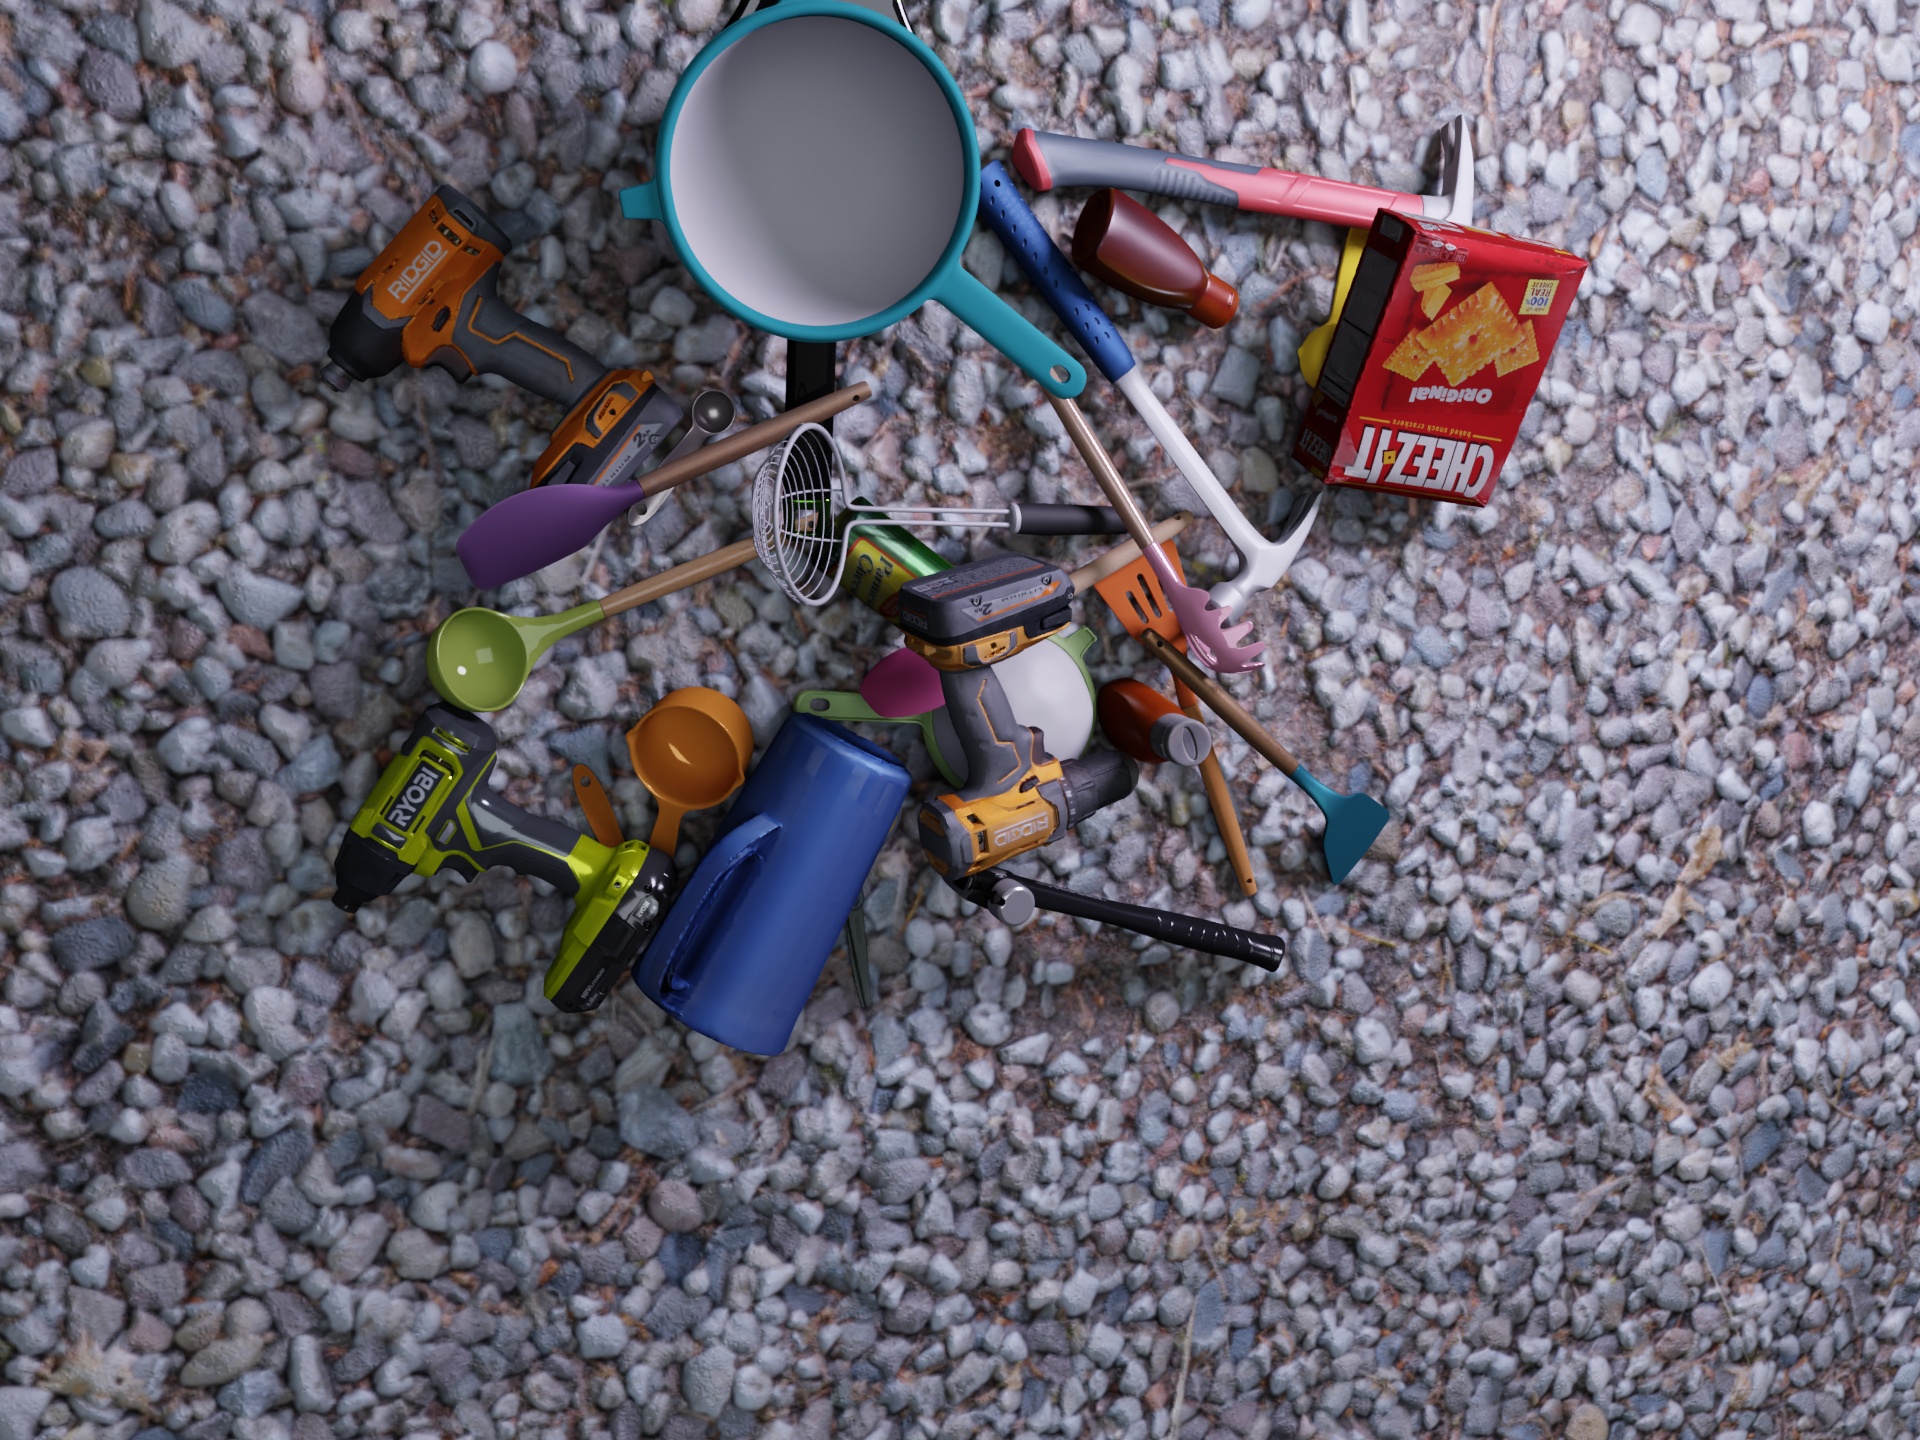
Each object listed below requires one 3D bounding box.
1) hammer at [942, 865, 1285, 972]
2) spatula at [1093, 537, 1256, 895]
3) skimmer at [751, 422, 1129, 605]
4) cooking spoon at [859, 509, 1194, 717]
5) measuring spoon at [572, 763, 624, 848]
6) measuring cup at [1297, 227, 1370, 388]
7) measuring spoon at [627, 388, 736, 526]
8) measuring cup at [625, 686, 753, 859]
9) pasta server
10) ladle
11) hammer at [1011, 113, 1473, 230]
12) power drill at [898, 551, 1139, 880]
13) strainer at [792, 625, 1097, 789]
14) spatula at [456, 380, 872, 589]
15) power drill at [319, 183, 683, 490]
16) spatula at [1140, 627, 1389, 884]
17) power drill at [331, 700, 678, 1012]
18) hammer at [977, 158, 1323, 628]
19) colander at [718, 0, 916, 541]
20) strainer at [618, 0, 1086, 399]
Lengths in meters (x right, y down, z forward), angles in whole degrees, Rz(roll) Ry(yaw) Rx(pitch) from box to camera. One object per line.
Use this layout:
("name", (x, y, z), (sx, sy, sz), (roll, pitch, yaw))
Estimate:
("hammer", (0.136, 0.161, 1.319), (0.334, 0.146, 0.035), (17, 95, -29))
("spatula", (0.197, 0.005, 1.348), (0.081, 0.041, 0.322), (-24, 109, -12))
("skimmer", (0.005, -0.151, 1.184), (0.363, 0.090, 0.127), (-4, 97, -32))
("cooking spoon", (0.060, -0.092, 1.276), (0.319, 0.069, 0.017), (-31, 146, -17))
("measuring spoon", (-0.274, 0.086, 1.238), (0.021, 0.011, 0.117), (-22, 101, -2))
("measuring cup", (0.325, -0.350, 1.321), (0.062, 0.029, 0.156), (11, 96, -17))
("measuring spoon", (-0.216, -0.199, 1.206), (0.034, 0.018, 0.124), (35, 95, -32))
("measuring cup", (-0.213, 0.052, 1.230), (0.095, 0.052, 0.173), (21, 119, 2))
("pasta server", (0.141, -0.166, 1.263), (0.040, 0.060, 0.316), (-33, 93, -19))
("ladle", (-0.243, -0.093, 1.193), (0.320, 0.062, 0.078), (-24, 104, -13))
("hammer", (0.231, -0.441, 1.272), (0.386, 0.038, 0.143), (5, 87, -14))
("power drill", (0.049, -0.008, 1.195), (0.185, 0.084, 0.226), (-18, 115, -26))
("strainer", (-0.002, -0.004, 1.265), (0.256, 0.069, 0.151), (2, 98, -17))
("spatula", (-0.204, -0.176, 1.127), (0.316, 0.018, 0.059), (-26, 129, -14))
("power drill", (-0.330, -0.243, 1.133), (0.226, 0.084, 0.164), (42, 89, -14))
("spatula", (0.257, 0.025, 1.345), (0.317, 0.044, 0.082), (41, 85, -21))
("power drill", (-0.341, 0.114, 1.185), (0.223, 0.080, 0.171), (34, 96, -12))
("hammer", (0.141, -0.272, 1.272), (0.144, 0.035, 0.405), (-44, 105, -17))
("colander", (-0.114, -0.334, 1.178), (0.204, 0.095, 0.397), (-1, 112, -14))
("strainer", (-0.050, -0.336, 1.090), (0.340, 0.095, 0.211), (33, 104, -26))
